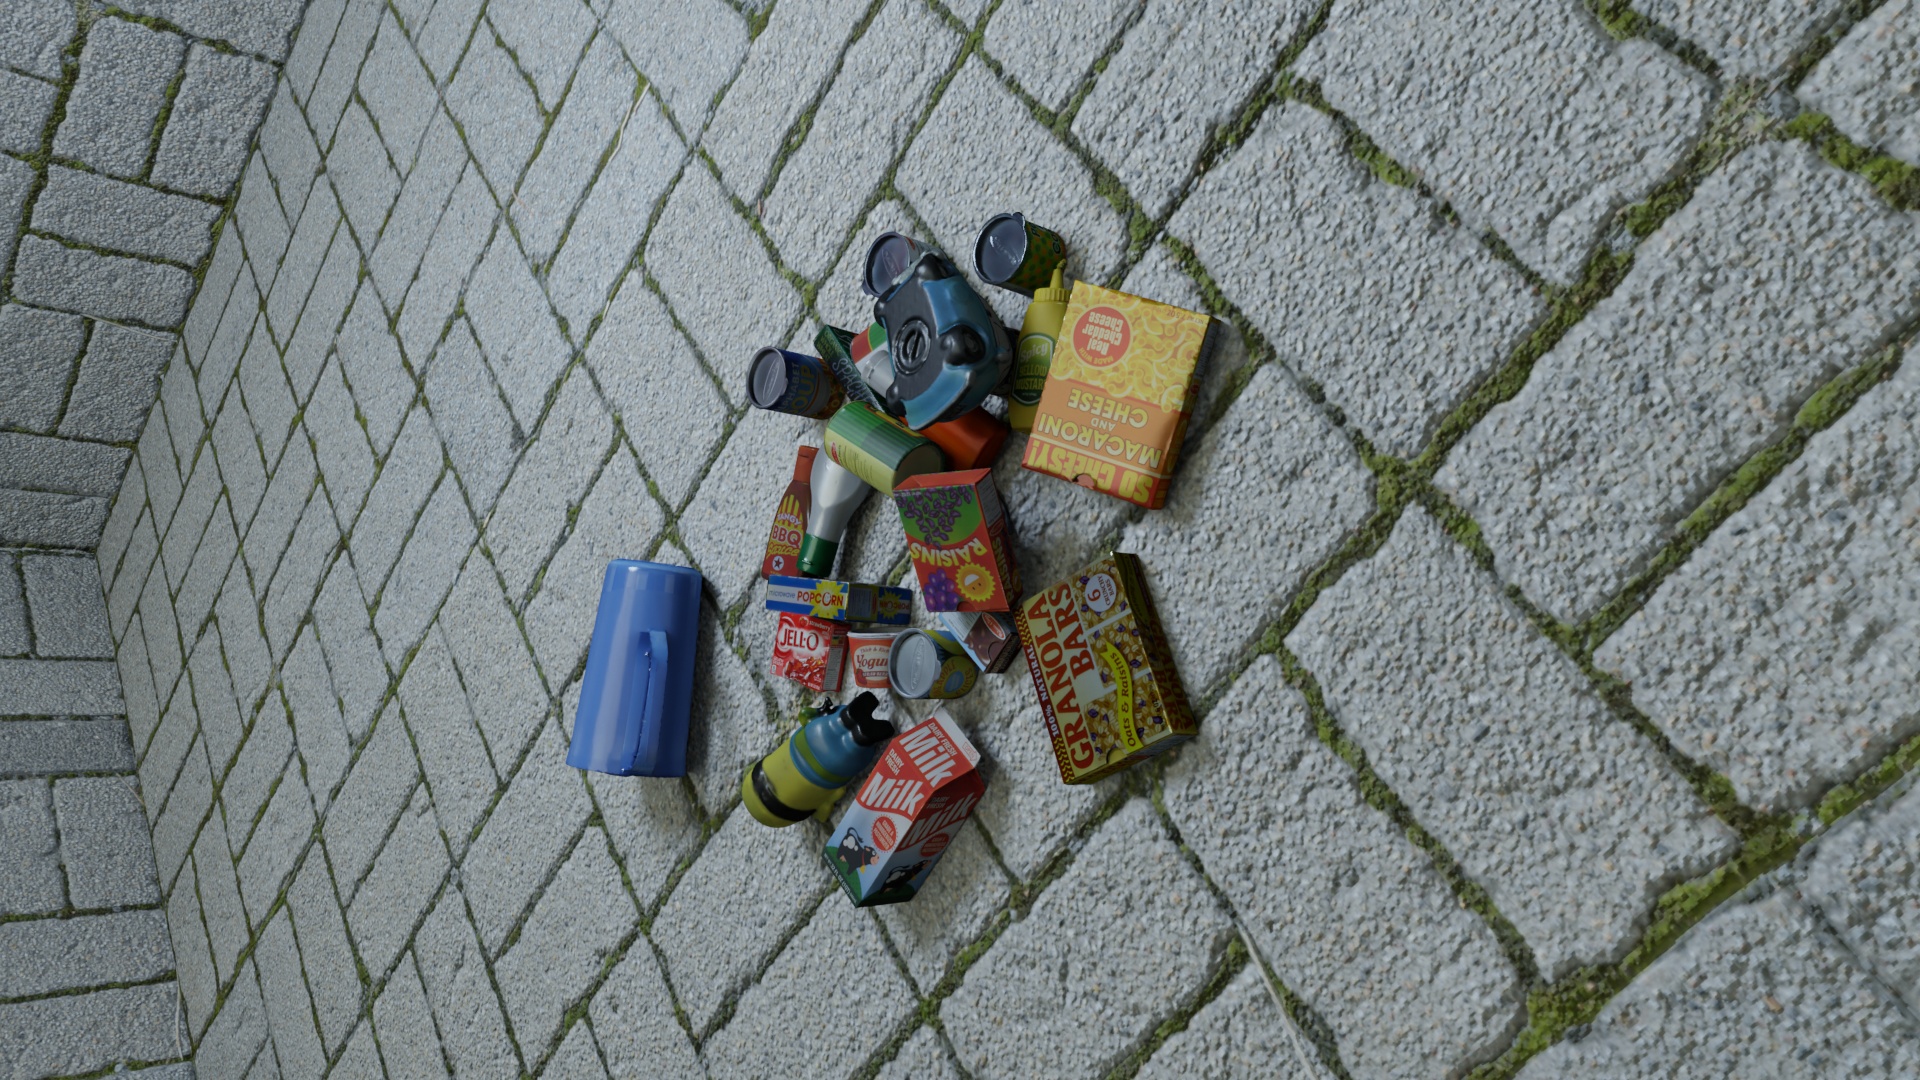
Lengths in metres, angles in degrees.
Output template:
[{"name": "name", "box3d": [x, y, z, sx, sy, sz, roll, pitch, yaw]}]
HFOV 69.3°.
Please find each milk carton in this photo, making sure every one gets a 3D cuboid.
[{"name": "milk carton", "box3d": [-0.046, 0.248, 1.294, 0.072, 0.073, 0.189, 47, 116, 37]}]

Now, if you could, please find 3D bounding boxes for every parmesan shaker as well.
[{"name": "parmesan shaker", "box3d": [-0.069, -0.080, 1.298, 0.103, 0.071, 0.071, 32, 107, 38]}]

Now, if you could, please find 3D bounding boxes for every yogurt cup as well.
[{"name": "yogurt cup", "box3d": [-0.075, 0.113, 1.349, 0.072, 0.072, 0.054, 1, 94, 44]}]

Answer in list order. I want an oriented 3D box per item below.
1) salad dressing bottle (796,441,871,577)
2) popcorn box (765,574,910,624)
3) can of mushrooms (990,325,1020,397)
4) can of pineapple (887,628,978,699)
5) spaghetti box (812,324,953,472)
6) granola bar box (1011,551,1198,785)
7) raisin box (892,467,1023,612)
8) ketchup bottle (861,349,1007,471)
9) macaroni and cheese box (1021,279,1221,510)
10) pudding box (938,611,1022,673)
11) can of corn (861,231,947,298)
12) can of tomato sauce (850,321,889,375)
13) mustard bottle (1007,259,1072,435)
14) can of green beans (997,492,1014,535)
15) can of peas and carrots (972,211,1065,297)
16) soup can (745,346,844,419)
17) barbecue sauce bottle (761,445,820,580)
[{"name": "salad dressing bottle", "box3d": [-0.130, -0.037, 1.423, 0.064, 0.044, 0.147, 18, 92, 20]}, {"name": "popcorn box", "box3d": [-0.123, 0.059, 1.385, 0.126, 0.085, 0.038, 4, 87, 44]}, {"name": "can of mushrooms", "box3d": [0.037, -0.169, 1.298, 0.071, 0.033, 0.071, -8, 79, 43]}, {"name": "can of pineapple", "box3d": [-0.025, 0.117, 1.302, 0.071, 0.058, 0.071, -6, 81, 43]}, {"name": "spaghetti box", "box3d": [-0.074, -0.127, 1.388, 0.028, 0.050, 0.251, -51, 53, 25]}, {"name": "granola bar box", "box3d": [0.118, 0.109, 1.180, 0.123, 0.039, 0.166, -33, 62, 36]}, {"name": "raisin box", "box3d": [-0.001, 0.002, 1.233, 0.086, 0.040, 0.123, -4, 113, 28]}, {"name": "ketchup bottle", "box3d": [-0.029, -0.123, 1.312, 0.149, 0.044, 0.064, 39, 121, 15]}, {"name": "macaroni and cheese box", "box3d": [0.133, -0.123, 1.168, 0.124, 0.040, 0.166, 19, 99, 22]}, {"name": "pudding box", "box3d": [0.020, 0.079, 1.284, 0.084, 0.030, 0.049, 48, 116, 36]}, {"name": "can of corn", "box3d": [-0.055, -0.266, 1.382, 0.071, 0.058, 0.071, -7, 80, 43]}, {"name": "can of tomato sauce", "box3d": [-0.057, -0.197, 1.370, 0.082, 0.071, 0.071, -32, 64, 36]}, {"name": "mustard bottle", "box3d": [0.080, -0.174, 1.246, 0.065, 0.049, 0.160, 3, 87, 39]}, {"name": "can of green beans", "box3d": [0.003, -0.018, 1.288, 0.057, 0.071, 0.071, -37, 61, 36]}, {"name": "can of peas and carrots", "box3d": [0.055, -0.263, 1.276, 0.071, 0.059, 0.071, -7, 80, 42]}, {"name": "soup can", "box3d": [-0.172, -0.164, 1.462, 0.071, 0.084, 0.071, -6, 81, 43]}, {"name": "barbecue sauce bottle", "box3d": [-0.168, -0.025, 1.468, 0.065, 0.044, 0.148, 16, 95, 37]}]
